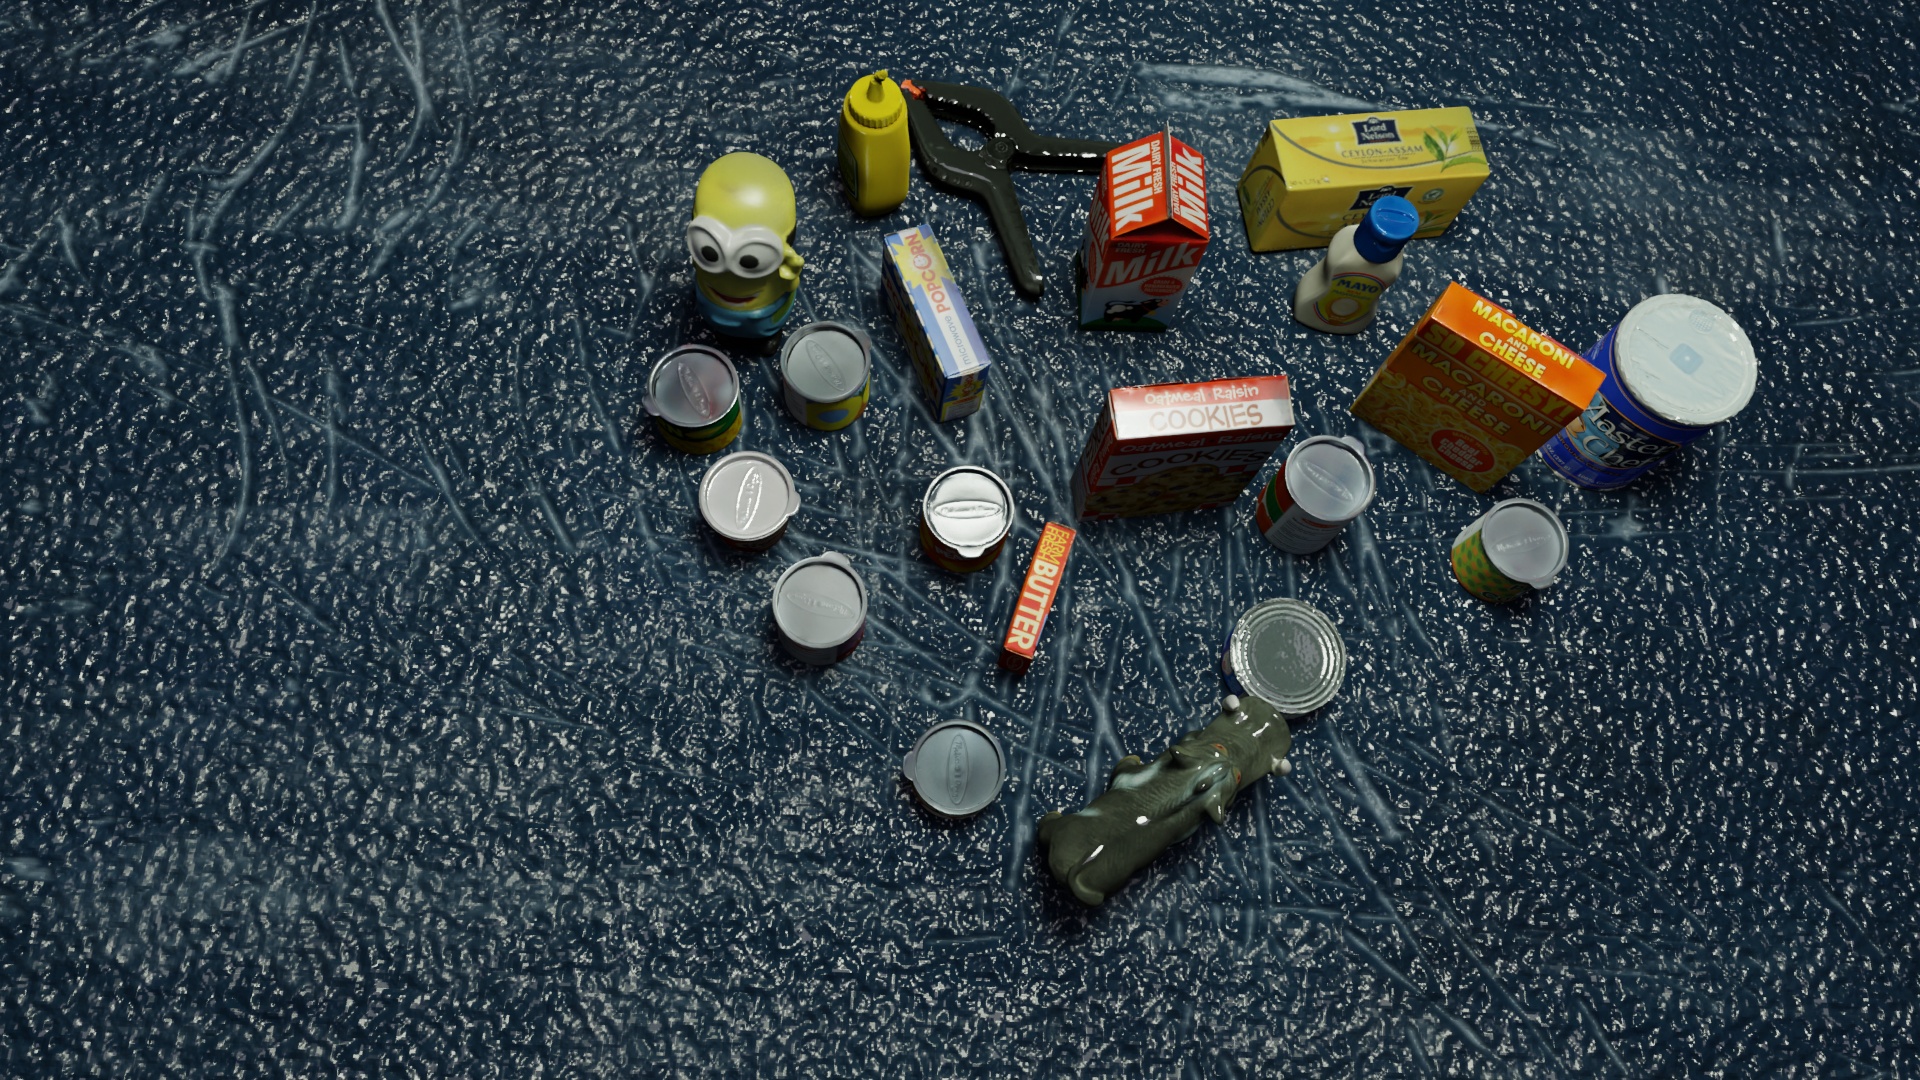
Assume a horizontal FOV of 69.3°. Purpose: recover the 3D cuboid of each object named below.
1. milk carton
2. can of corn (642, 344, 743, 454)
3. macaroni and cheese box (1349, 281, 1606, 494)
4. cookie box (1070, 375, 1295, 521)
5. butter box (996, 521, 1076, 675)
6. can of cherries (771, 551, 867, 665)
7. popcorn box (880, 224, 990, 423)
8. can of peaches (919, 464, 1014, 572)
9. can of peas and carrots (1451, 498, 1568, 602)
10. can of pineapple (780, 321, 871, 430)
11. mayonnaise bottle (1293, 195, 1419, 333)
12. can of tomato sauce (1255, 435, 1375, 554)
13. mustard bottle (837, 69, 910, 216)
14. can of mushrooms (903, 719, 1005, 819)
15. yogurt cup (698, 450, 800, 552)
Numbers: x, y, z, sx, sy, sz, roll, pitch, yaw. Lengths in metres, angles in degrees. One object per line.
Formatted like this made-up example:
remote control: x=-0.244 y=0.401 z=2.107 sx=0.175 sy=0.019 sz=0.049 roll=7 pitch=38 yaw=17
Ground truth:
milk carton: x=0.136 y=-0.228 z=1.033 sx=0.073 sy=0.190 sz=0.072 roll=1 pitch=72 yaw=-4
can of corn: x=-0.198 y=-0.103 z=1.033 sx=0.071 sy=0.058 sz=0.071 roll=1 pitch=71 yaw=-4
macaroni and cheese box: x=0.375 y=-0.109 z=1.026 sx=0.124 sy=0.166 sz=0.040 roll=34 pitch=72 yaw=7
cookie box: x=0.153 y=-0.064 z=0.991 sx=0.123 sy=0.167 sz=0.040 roll=-6 pitch=72 yaw=-7
butter box: x=0.055 y=0.042 z=1.007 sx=0.024 sy=0.053 sz=0.104 roll=20 pitch=71 yaw=2
can of cherries: x=-0.098 y=0.049 z=0.989 sx=0.071 sy=0.058 sz=0.071 roll=1 pitch=71 yaw=-4
popcorn box: x=-0.021 y=-0.163 z=1.054 sx=0.038 sy=0.085 sz=0.127 roll=-20 pitch=74 yaw=-11
can of peaches: x=0.004 y=-0.013 z=1.019 sx=0.071 sy=0.058 sz=0.071 roll=1 pitch=71 yaw=-4
can of peas and carrots: x=0.413 y=0.011 z=1.045 sx=0.071 sy=0.058 sz=0.071 roll=1 pitch=71 yaw=-4
can of pineapple: x=-0.099 y=-0.123 z=1.048 sx=0.071 sy=0.057 sz=0.071 roll=1 pitch=71 yaw=-4
mayonnaise bottle: x=0.305 y=-0.209 z=1.063 sx=0.065 sy=0.147 sz=0.041 roll=12 pitch=71 yaw=-1
can of tomato sauce: x=0.263 y=-0.034 z=1.035 sx=0.071 sy=0.083 sz=0.071 roll=1 pitch=72 yaw=-4
mustard bottle: x=-0.067 y=-0.310 z=1.060 sx=0.049 sy=0.159 sz=0.065 roll=-21 pitch=75 yaw=-11
can of mushrooms: x=-0.005 y=0.160 z=0.972 sx=0.071 sy=0.033 sz=0.071 roll=1 pitch=71 yaw=-4
yogurt cup: x=-0.154 y=-0.025 z=1.012 sx=0.072 sy=0.053 sz=0.072 roll=1 pitch=71 yaw=-4
